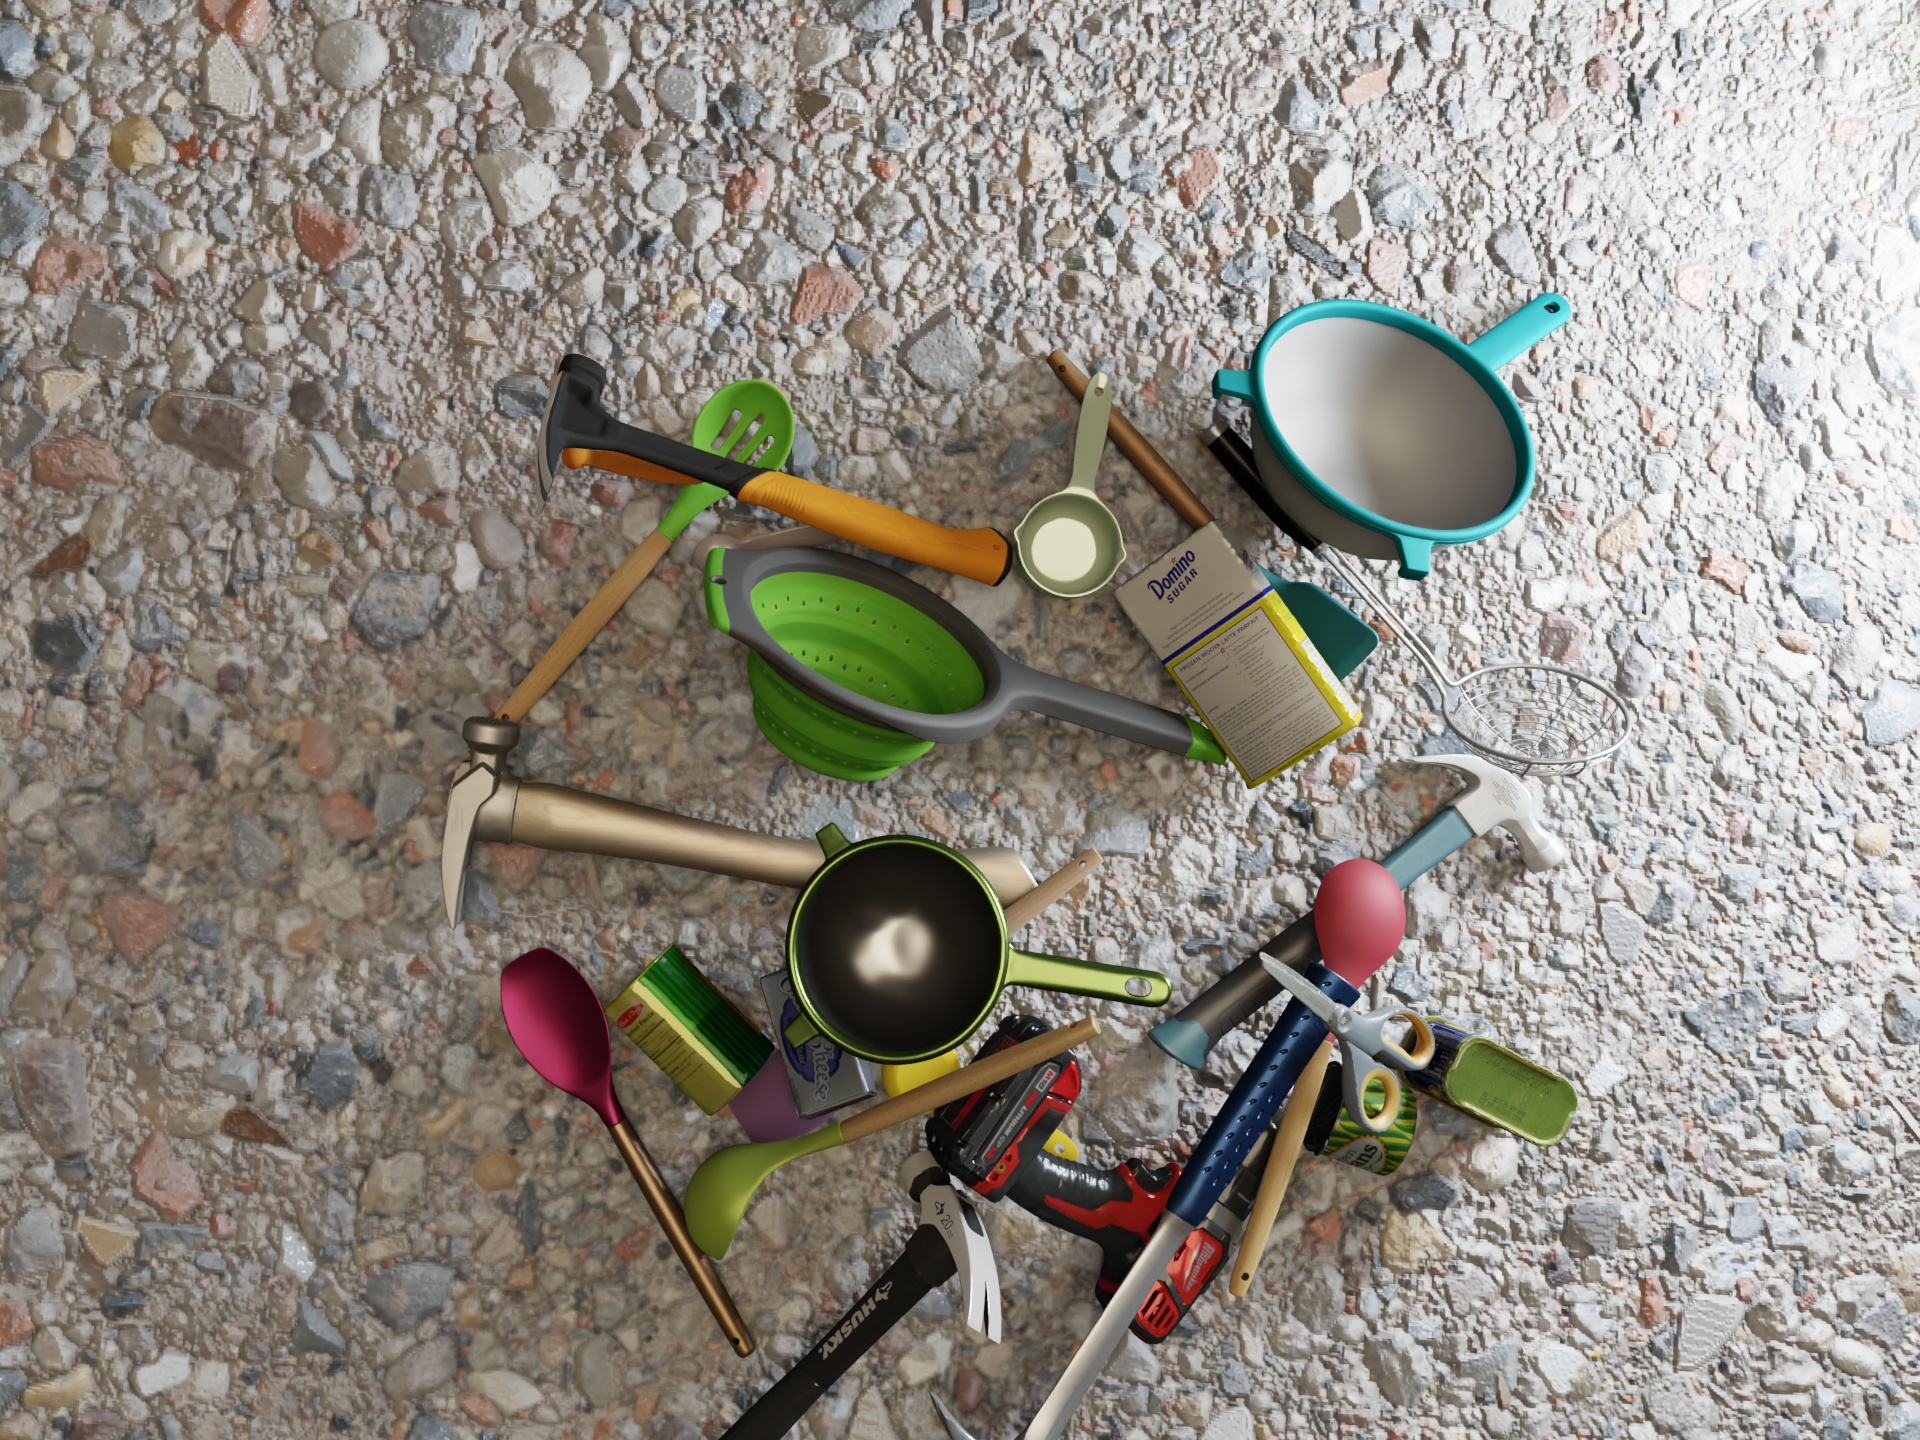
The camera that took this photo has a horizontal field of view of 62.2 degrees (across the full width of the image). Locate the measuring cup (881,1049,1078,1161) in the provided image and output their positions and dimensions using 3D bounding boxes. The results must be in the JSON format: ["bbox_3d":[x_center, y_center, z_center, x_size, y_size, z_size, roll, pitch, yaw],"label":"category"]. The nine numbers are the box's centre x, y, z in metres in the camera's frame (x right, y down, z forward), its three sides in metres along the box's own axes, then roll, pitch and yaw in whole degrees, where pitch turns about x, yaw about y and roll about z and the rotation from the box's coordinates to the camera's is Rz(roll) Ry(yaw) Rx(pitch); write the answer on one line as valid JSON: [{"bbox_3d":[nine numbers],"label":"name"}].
[{"bbox_3d":[0.016,0.273,1.124,0.156,0.029,0.062,29,84,-1],"label":"measuring cup"}]

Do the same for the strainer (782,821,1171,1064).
[{"bbox_3d":[0.013,0.161,1.068,0.256,0.069,0.151,8,84,7],"label":"strainer"}]

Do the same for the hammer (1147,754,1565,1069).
[{"bbox_3d":[0.278,0.143,1.156,0.331,0.033,0.128,-37,91,-6],"label":"hammer"}]

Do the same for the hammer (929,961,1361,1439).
[{"bbox_3d":[0.136,0.336,1.054,0.144,0.035,0.405,37,83,-17],"label":"hammer"}]

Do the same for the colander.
[{"bbox_3d":[-0.002,-0.004,1.107,0.397,0.205,0.094,16,120,-20],"label":"colander"}]

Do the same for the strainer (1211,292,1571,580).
[{"bbox_3d":[0.329,-0.217,1.148,0.340,0.095,0.211,-35,75,-32],"label":"strainer"}]

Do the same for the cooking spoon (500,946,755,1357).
[{"bbox_3d":[-0.226,0.302,1.105,0.069,0.017,0.319,-30,90,7],"label":"cooking spoon"}]

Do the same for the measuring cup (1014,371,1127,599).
[{"bbox_3d":[0.085,-0.169,1.156,0.083,0.038,0.167,12,84,-5],"label":"measuring cup"}]

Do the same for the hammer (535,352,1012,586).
[{"bbox_3d":[-0.120,-0.150,1.090,0.336,0.034,0.127,16,49,-18],"label":"hammer"}]

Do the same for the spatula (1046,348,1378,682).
[{"bbox_3d":[0.171,-0.150,1.158,0.082,0.044,0.317,-43,89,23],"label":"spatula"}]

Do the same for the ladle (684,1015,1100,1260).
[{"bbox_3d":[-0.047,0.271,1.051,0.320,0.078,0.062,-26,109,13],"label":"ladle"}]

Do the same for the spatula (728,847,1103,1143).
[{"bbox_3d":[-0.027,0.190,1.112,0.316,0.018,0.060,-38,76,1],"label":"spatula"}]

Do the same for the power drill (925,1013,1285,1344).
[{"bbox_3d":[0.110,0.297,1.101,0.226,0.080,0.188,40,81,-13],"label":"power drill"}]

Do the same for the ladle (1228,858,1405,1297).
[{"bbox_3d":[0.242,0.246,1.105,0.069,0.031,0.315,21,82,-4],"label":"ladle"}]

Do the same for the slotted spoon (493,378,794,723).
[{"bbox_3d":[-0.229,-0.113,1.127,0.070,0.031,0.314,39,86,-2],"label":"slotted spoon"}]

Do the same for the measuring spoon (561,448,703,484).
[{"bbox_3d":[-0.229,-0.182,1.121,0.117,0.011,0.021,10,80,13],"label":"measuring spoon"}]

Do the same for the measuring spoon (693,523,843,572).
[{"bbox_3d":[-0.128,-0.124,1.134,0.124,0.034,0.018,-13,49,-10],"label":"measuring spoon"}]

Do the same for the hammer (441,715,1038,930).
[{"bbox_3d":[-0.150,0.103,1.113,0.410,0.038,0.146,10,94,-7],"label":"hammer"}]

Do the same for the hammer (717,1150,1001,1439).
[{"bbox_3d":[-0.106,0.452,1.064,0.335,0.146,0.035,-46,124,2],"label":"hammer"}]

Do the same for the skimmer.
[{"bbox_3d":[0.322,-0.099,1.147,0.363,0.090,0.127,47,48,2],"label":"skimmer"}]
